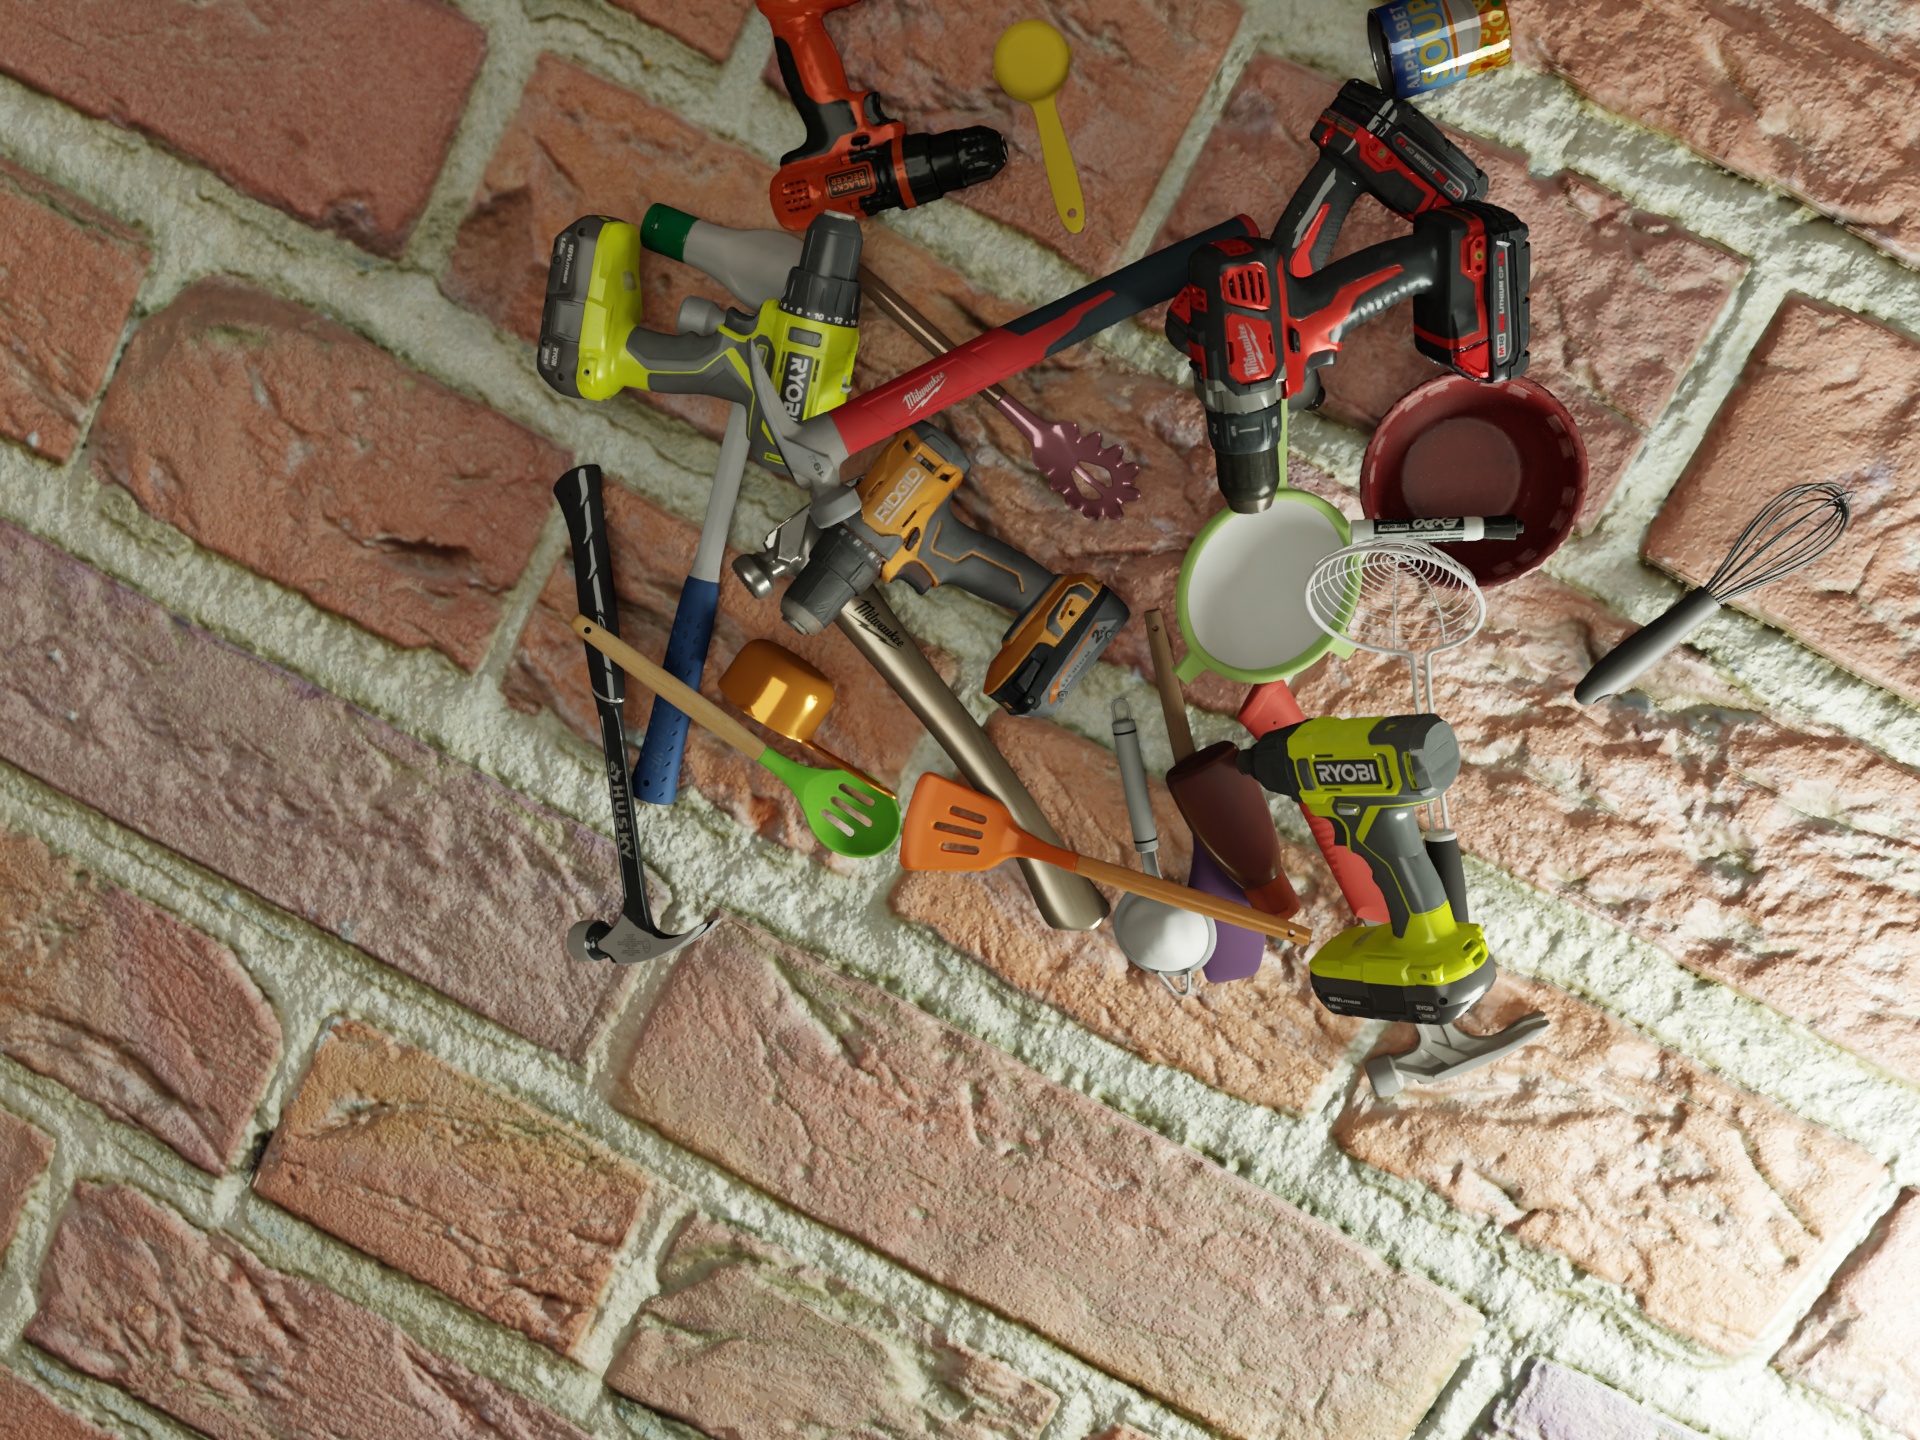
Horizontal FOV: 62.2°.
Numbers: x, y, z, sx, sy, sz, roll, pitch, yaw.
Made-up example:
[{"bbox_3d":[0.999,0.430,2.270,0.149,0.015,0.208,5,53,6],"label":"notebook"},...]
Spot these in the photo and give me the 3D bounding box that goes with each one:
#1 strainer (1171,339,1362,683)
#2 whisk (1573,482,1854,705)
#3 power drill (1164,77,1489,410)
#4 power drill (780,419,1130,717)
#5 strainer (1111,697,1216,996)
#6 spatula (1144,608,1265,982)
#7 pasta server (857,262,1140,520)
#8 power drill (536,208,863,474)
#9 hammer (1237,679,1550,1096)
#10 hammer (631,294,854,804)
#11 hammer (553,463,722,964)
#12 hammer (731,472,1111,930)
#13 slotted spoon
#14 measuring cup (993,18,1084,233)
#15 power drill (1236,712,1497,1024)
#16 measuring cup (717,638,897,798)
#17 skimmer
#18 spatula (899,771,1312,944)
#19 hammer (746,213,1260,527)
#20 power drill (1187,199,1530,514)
[{"bbox_3d":[0.219,-0.157,1.184,0.151,0.069,0.256,-9,112,-14],"label":"strainer"},{"bbox_3d":[0.556,-0.091,1.181,0.239,0.055,0.055,-42,94,18],"label":"whisk"},{"bbox_3d":[0.262,-0.328,1.141,0.143,0.079,0.219,27,111,-31],"label":"power drill"},{"bbox_3d":[-0.008,-0.092,1.211,0.226,0.084,0.185,39,83,-7],"label":"power drill"},{"bbox_3d":[0.150,0.108,1.285,0.087,0.050,0.258,-8,98,24],"label":"strainer"},{"bbox_3d":[0.191,0.063,1.279,0.060,0.018,0.316,-14,101,7],"label":"spatula"},{"bbox_3d":[0.011,-0.266,1.224,0.316,0.040,0.060,41,92,-1],"label":"pasta server"},{"bbox_3d":[-0.186,-0.300,1.184,0.228,0.080,0.190,15,108,5],"label":"power drill"},{"bbox_3d":[0.327,0.122,1.263,0.149,0.037,0.359,-26,98,12],"label":"hammer"},{"bbox_3d":[-0.200,-0.123,1.285,0.144,0.035,0.405,17,104,4],"label":"hammer"},{"bbox_3d":[-0.282,-0.003,1.296,0.149,0.036,0.409,-4,95,32],"label":"hammer"},{"bbox_3d":[-0.002,-0.004,1.273,0.146,0.038,0.410,-38,100,-8],"label":"hammer"},{"bbox_3d":[-0.180,0.009,1.280,0.313,0.031,0.070,36,88,-16],"label":"slotted spoon"},{"bbox_3d":[0.066,-0.441,1.182,0.062,0.029,0.156,-15,98,11],"label":"measuring cup"},{"bbox_3d":[0.300,0.105,1.180,0.171,0.080,0.223,-4,109,47],"label":"power drill"},{"bbox_3d":[-0.109,-0.004,1.262,0.174,0.095,0.052,33,97,12],"label":"measuring cup"},{"bbox_3d":[0.339,0.038,1.177,0.127,0.090,0.363,-3,106,33],"label":"skimmer"},{"bbox_3d":[0.111,0.119,1.226,0.323,0.041,0.081,16,98,17],"label":"spatula"},{"bbox_3d":[0.038,-0.288,1.153,0.386,0.038,0.143,-27,106,-6],"label":"hammer"},{"bbox_3d":[0.267,-0.250,1.088,0.226,0.080,0.187,-14,118,-7],"label":"power drill"}]
